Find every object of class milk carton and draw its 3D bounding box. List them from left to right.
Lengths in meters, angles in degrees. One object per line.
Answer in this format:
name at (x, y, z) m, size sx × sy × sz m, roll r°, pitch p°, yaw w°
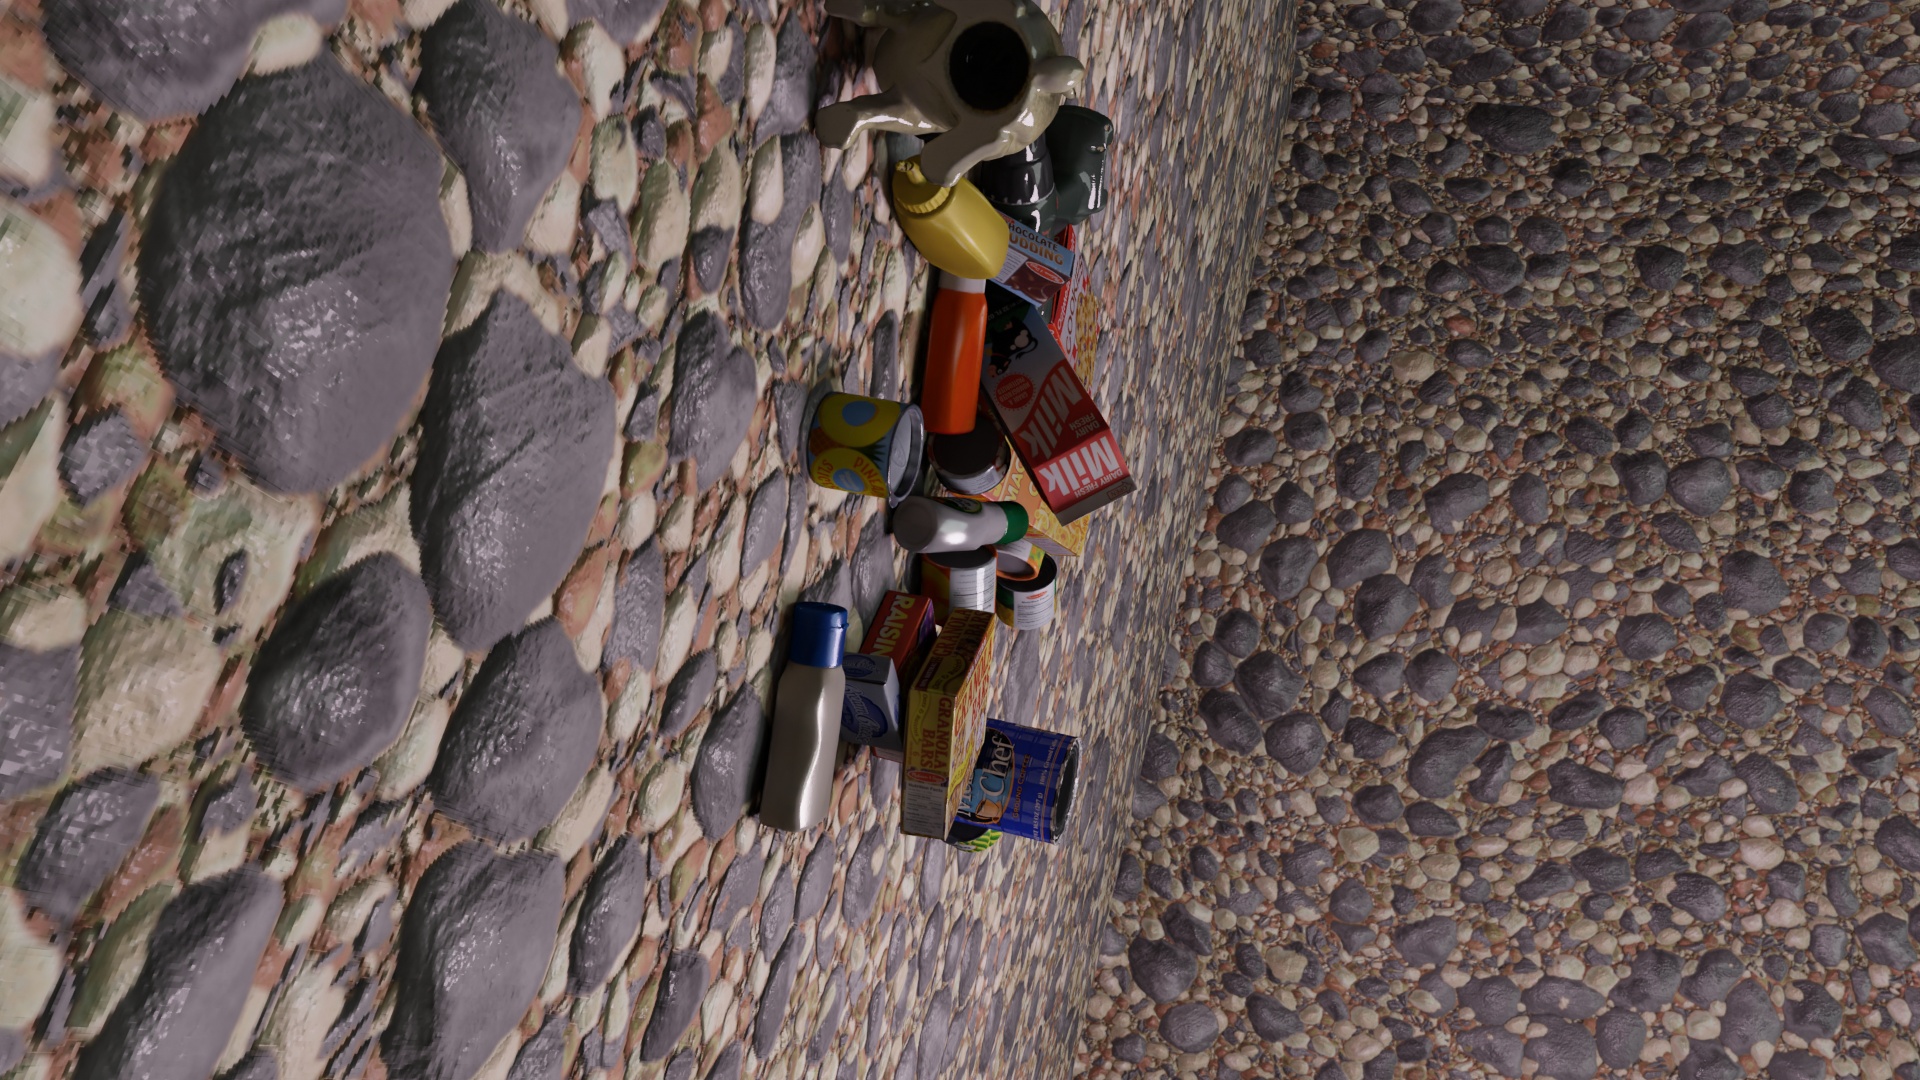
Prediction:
milk carton at (0.071, -0.103, 1.150) m, size 0.191 × 0.072 × 0.073 m, roll 63°, pitch 0°, yaw 24°

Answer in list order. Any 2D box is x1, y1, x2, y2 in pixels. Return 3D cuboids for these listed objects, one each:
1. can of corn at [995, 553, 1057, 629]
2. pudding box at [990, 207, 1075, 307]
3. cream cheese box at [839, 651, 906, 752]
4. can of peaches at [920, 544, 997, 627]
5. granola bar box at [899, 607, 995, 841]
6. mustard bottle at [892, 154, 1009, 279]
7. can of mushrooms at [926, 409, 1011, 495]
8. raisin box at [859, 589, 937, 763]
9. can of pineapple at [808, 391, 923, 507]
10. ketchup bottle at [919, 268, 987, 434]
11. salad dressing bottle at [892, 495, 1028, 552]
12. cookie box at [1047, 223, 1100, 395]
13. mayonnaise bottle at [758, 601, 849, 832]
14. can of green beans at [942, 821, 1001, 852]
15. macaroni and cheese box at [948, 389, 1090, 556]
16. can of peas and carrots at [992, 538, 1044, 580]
can of corn at (0.067, 0.049, 1.451) m, size 0.071 × 0.071 × 0.058 m, roll -64°, pitch 159°, yaw -44°
pudding box at (0.045, -0.229, 1.125) m, size 0.049 × 0.084 × 0.030 m, roll -38°, pitch -148°, yaw 53°
cream cheese box at (-0.070, 0.119, 1.024) m, size 0.103 × 0.053 × 0.024 m, roll 80°, pitch 21°, yaw -53°
can of peaches at (-0.003, 0.034, 1.191) m, size 0.071 × 0.071 × 0.057 m, roll -54°, pitch 150°, yaw -58°
granola bar box at (-0.009, 0.141, 1.102) m, size 0.166 × 0.039 × 0.123 m, roll -59°, pitch 155°, yaw -69°
mustard bottle at (-0.012, -0.234, 0.982) m, size 0.160 × 0.065 × 0.049 m, roll 34°, pitch 71°, yaw -69°
can of mushrooms at (0.007, -0.076, 1.149) m, size 0.033 × 0.071 × 0.071 m, roll 62°, pitch 41°, yaw -65°
raisin box at (-0.048, 0.112, 1.127) m, size 0.122 × 0.040 × 0.086 m, roll 82°, pitch 25°, yaw -47°
can of pineapple at (-0.063, -0.061, 0.922) m, size 0.071 × 0.058 × 0.071 m, roll 9°, pitch 91°, yaw -74°
ketchup bottle at (-0.003, -0.160, 1.097) m, size 0.065 × 0.043 × 0.148 m, roll -31°, pitch 130°, yaw -70°
salad dressing bottle at (0.004, -0.014, 1.136) m, size 0.148 × 0.064 × 0.044 m, roll -3°, pitch 104°, yaw -57°
cookie box at (0.101, -0.220, 1.381) m, size 0.167 × 0.040 × 0.123 m, roll 59°, pitch 36°, yaw -58°
mayonnaise bottle at (-0.103, 0.116, 0.932) m, size 0.065 × 0.041 × 0.148 m, roll -14°, pitch 113°, yaw -75°
can of green beans at (0.008, 0.273, 1.383) m, size 0.057 × 0.071 × 0.071 m, roll 68°, pitch 35°, yaw -64°
macaroni and cheese box at (0.067, -0.071, 1.290) m, size 0.166 × 0.040 × 0.124 m, roll 30°, pitch 69°, yaw -47°
can of peas and carrots at (0.053, 0.001, 1.361) m, size 0.070 × 0.071 × 0.059 m, roll 71°, pitch 34°, yaw -61°
